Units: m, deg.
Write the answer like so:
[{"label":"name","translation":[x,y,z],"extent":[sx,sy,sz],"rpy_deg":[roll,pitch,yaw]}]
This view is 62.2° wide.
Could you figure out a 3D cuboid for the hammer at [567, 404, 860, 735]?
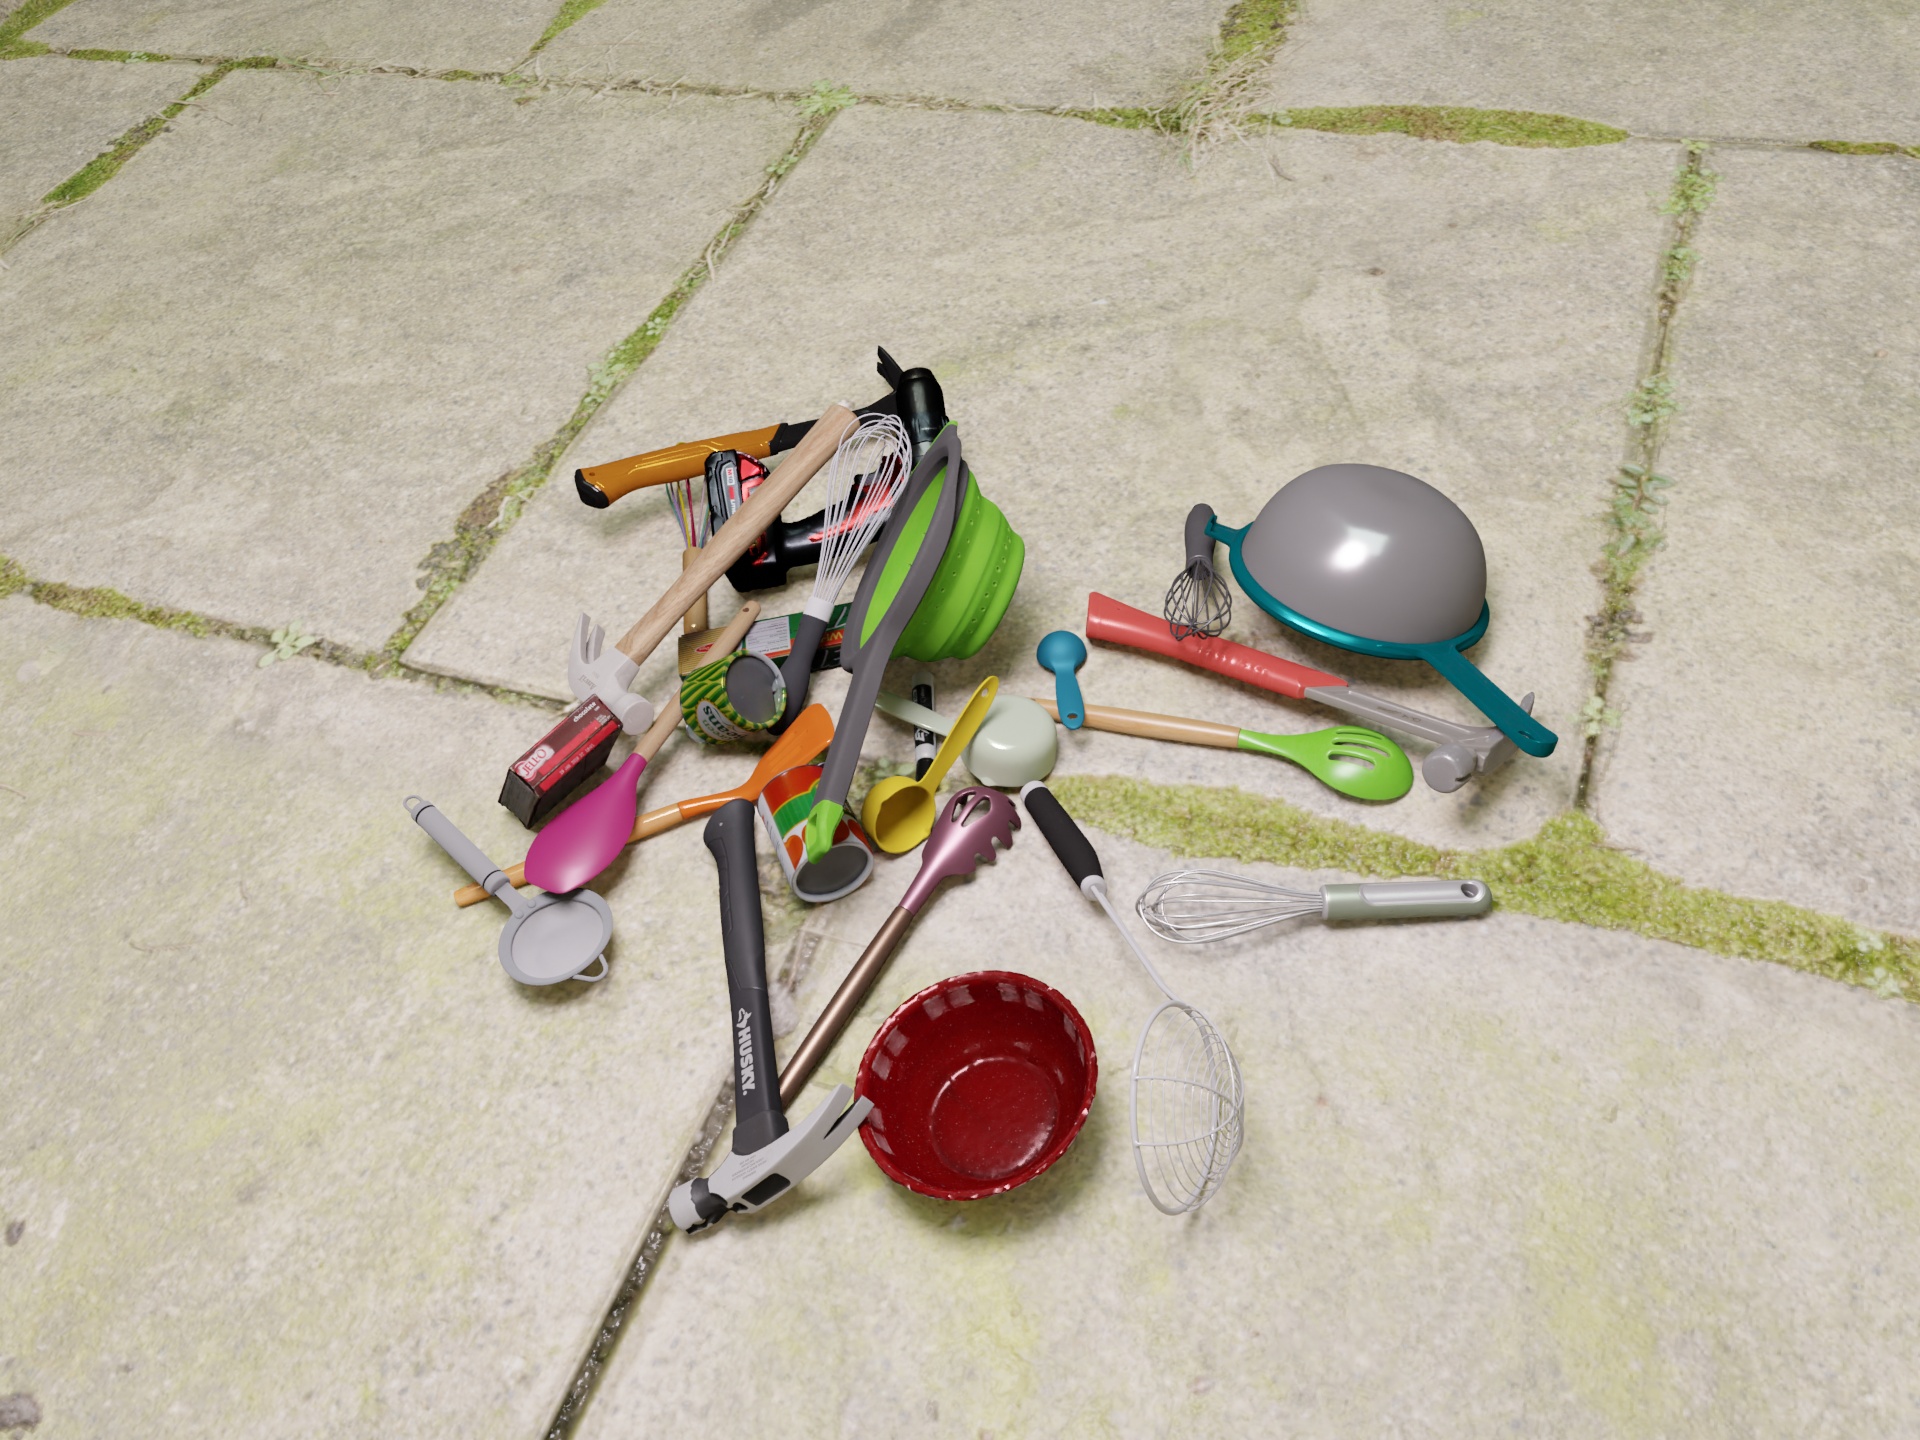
[{"label":"hammer","translation":[-0.202,-0.138,1.324],"extent":[0.130,0.031,0.331],"rpy_deg":[30,75,40]}]

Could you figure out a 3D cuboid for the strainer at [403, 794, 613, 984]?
[{"label":"strainer","translation":[-0.345,0.128,1.205],"extent":[0.259,0.050,0.087],"rpy_deg":[36,62,27]}]

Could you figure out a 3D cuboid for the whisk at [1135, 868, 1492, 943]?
[{"label":"whisk","translation":[0.245,0.126,1.106],"extent":[0.246,0.059,0.058],"rpy_deg":[-2,49,2]}]

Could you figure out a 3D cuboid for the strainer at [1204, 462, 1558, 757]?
[{"label":"strainer","translation":[0.348,-0.106,1.202],"extent":[0.211,0.095,0.341],"rpy_deg":[-6,38,-23]}]

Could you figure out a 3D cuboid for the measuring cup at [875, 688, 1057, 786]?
[{"label":"measuring cup","translation":[-0.002,-0.004,1.252],"extent":[0.167,0.038,0.083],"rpy_deg":[22,46,15]}]

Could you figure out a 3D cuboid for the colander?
[{"label":"colander","translation":[-0.029,-0.050,1.221],"extent":[0.094,0.204,0.397],"rpy_deg":[25,54,-14]}]

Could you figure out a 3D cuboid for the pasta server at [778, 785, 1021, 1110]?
[{"label":"pasta server","translation":[-0.053,0.164,1.147],"extent":[0.060,0.040,0.316],"rpy_deg":[21,60,26]}]

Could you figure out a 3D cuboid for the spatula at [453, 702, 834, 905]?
[{"label":"spatula","translation":[-0.246,0.072,1.252],"extent":[0.322,0.041,0.081],"rpy_deg":[-22,25,-6]}]

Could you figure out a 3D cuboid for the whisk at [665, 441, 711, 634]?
[{"label":"whisk","translation":[-0.249,-0.169,1.463],"extent":[0.051,0.047,0.245],"rpy_deg":[-9,52,1]}]

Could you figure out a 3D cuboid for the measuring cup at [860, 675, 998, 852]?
[{"label":"measuring cup","translation":[-0.022,0.028,1.209],"extent":[0.029,0.062,0.156],"rpy_deg":[28,83,45]}]

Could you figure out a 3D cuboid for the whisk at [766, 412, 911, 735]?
[{"label":"whisk","translation":[-0.106,-0.122,1.317],"extent":[0.070,0.070,0.284],"rpy_deg":[19,86,25]}]

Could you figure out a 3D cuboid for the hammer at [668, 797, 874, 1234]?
[{"label":"hammer","translation":[-0.146,0.181,1.119],"extent":[0.146,0.035,0.335],"rpy_deg":[-32,41,17]}]

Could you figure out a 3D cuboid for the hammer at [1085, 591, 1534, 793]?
[{"label":"hammer","translation":[0.253,-0.038,1.238],"extent":[0.359,0.036,0.149],"rpy_deg":[22,32,33]}]

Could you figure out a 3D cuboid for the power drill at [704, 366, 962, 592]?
[{"label":"power drill","translation":[-0.106,-0.212,1.411],"extent":[0.226,0.080,0.188],"rpy_deg":[-9,76,2]}]

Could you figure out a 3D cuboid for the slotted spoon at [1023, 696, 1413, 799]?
[{"label":"slotted spoon","translation":[0.190,0.011,1.231],"extent":[0.314,0.031,0.070],"rpy_deg":[9,45,20]}]

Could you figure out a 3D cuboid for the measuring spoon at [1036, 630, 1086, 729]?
[{"label":"measuring spoon","translation":[0.085,-0.037,1.277],"extent":[0.042,0.021,0.129],"rpy_deg":[-7,35,1]}]

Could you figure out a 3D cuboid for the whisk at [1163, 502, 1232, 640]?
[{"label":"whisk","translation":[0.196,-0.129,1.302],"extent":[0.055,0.055,0.239],"rpy_deg":[-1,30,10]}]

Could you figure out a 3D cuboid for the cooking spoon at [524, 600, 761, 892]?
[{"label":"cooking spoon","translation":[-0.244,0.012,1.273],"extent":[0.069,0.017,0.319],"rpy_deg":[17,52,19]}]

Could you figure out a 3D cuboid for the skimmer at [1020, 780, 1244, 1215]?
[{"label":"skimmer","translation":[0.091,0.167,1.080],"extent":[0.090,0.127,0.364],"rpy_deg":[-34,39,1]}]

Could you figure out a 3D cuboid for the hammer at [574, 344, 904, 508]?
[{"label":"hammer","translation":[-0.196,-0.264,1.491],"extent":[0.337,0.034,0.127],"rpy_deg":[-18,59,-17]}]
